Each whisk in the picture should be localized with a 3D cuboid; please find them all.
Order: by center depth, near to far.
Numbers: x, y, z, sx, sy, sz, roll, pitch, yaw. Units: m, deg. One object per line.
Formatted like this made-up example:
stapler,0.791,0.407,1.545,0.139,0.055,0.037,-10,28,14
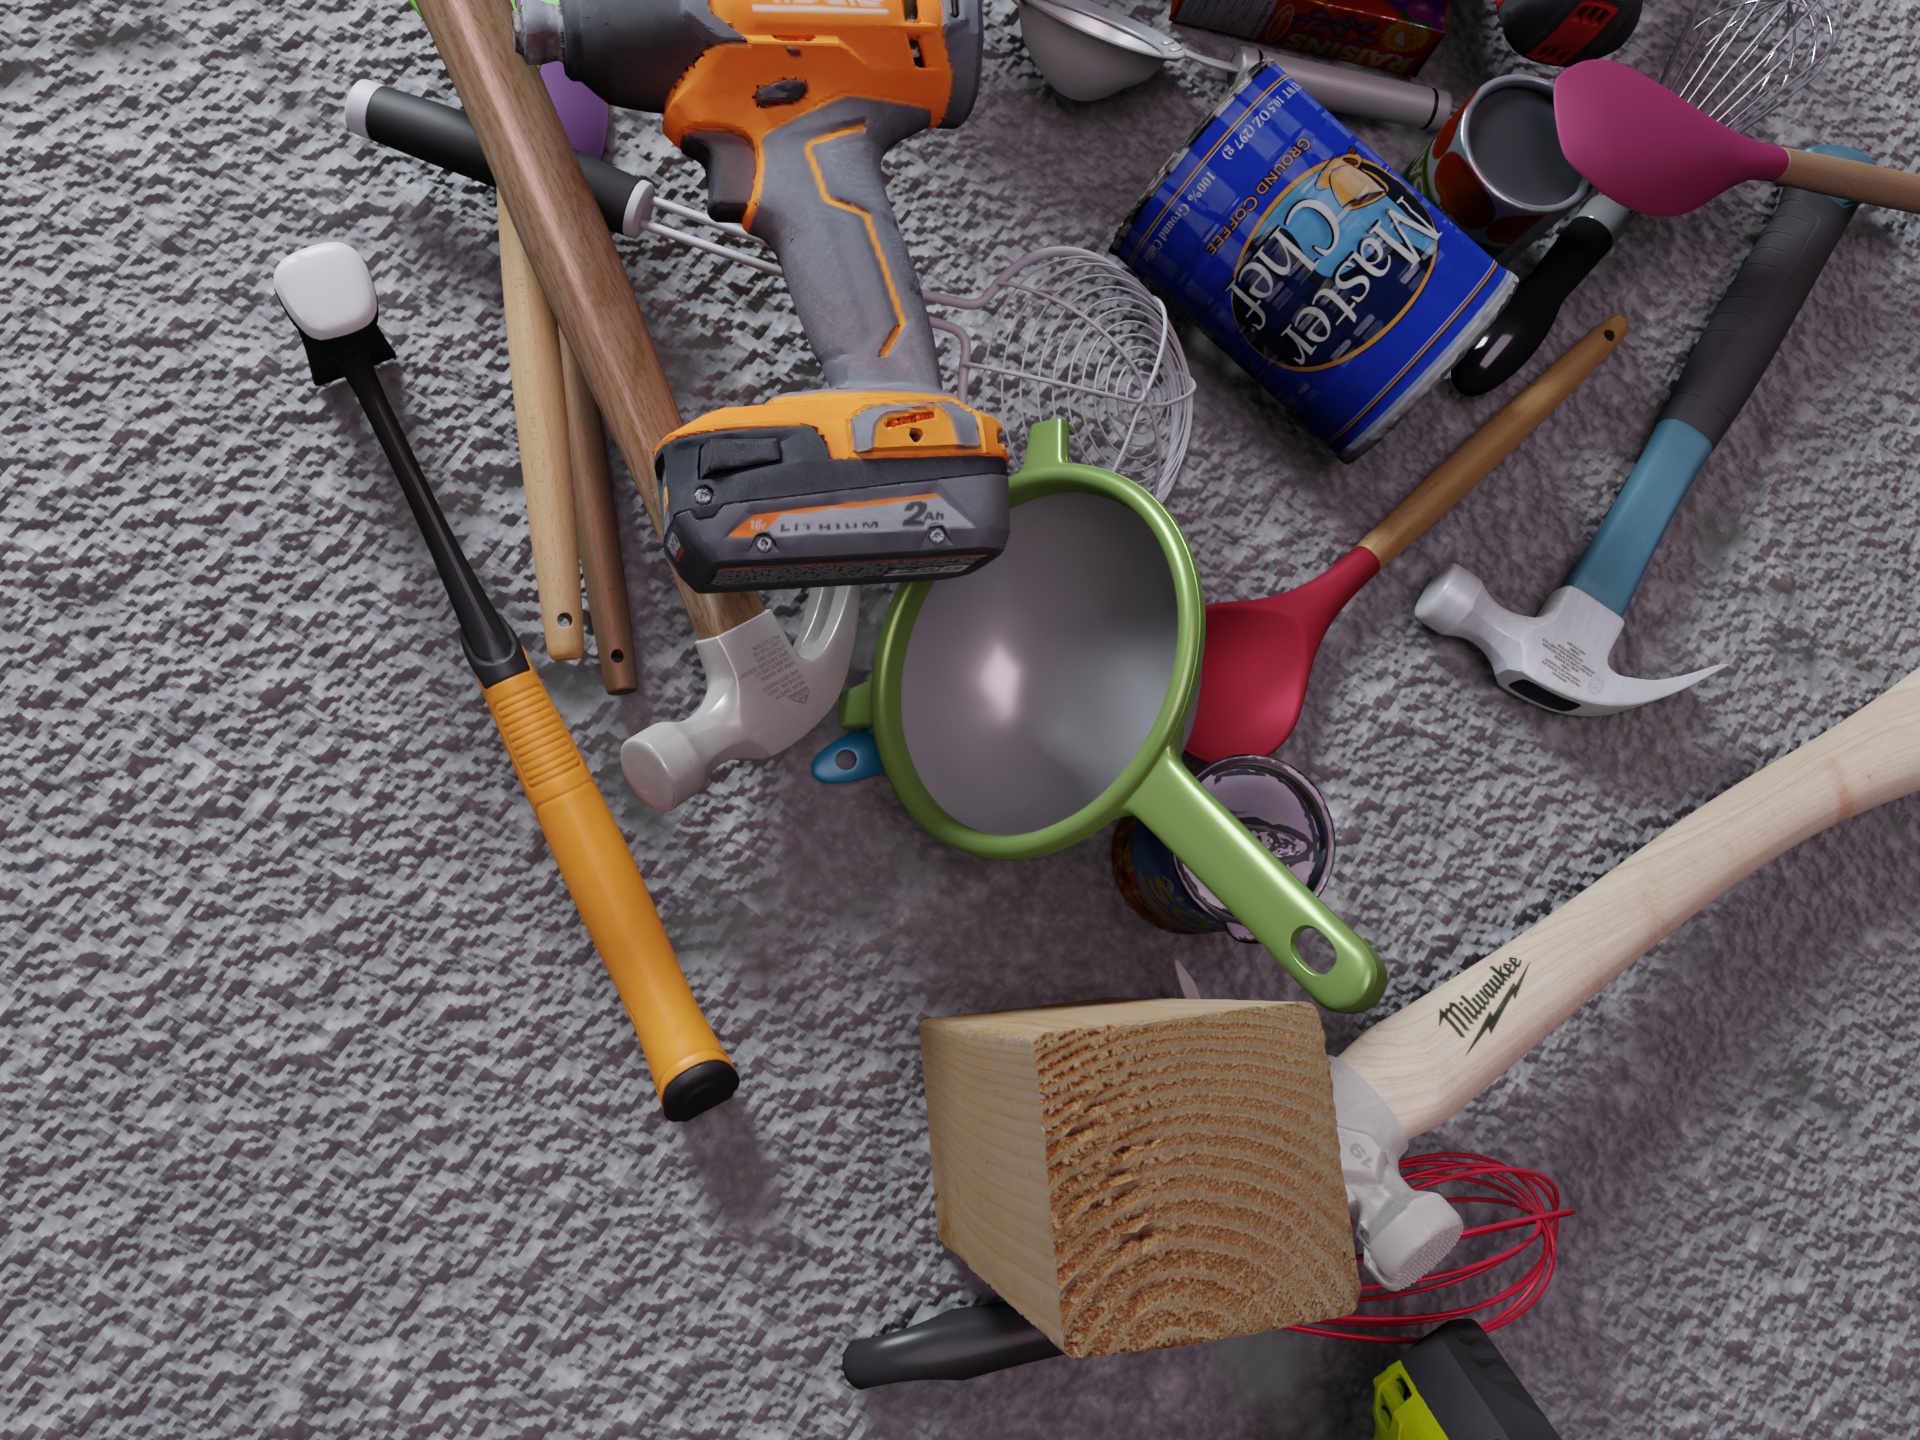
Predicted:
whisk,0.100,0.223,0.621,0.296,0.073,0.073,-9,82,-7
whisk,0.321,-0.256,0.750,0.070,0.070,0.284,41,81,-1

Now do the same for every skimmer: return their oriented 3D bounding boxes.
skimmer,-0.073,-0.177,0.663,0.363,0.090,0.127,20,79,1

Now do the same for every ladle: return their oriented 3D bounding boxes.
ladle,0.198,-0.089,0.709,0.315,0.031,0.069,-41,92,-16

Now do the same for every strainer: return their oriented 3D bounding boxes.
strainer,0.070,0.014,0.576,0.151,0.069,0.257,-54,51,14
strainer,0.122,-0.296,0.725,0.258,0.050,0.087,6,36,-15

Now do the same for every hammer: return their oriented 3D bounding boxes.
hammer,-0.128,-0.141,0.593,0.130,0.031,0.331,-34,108,-40
hammer,-0.168,-0.005,0.603,0.034,0.127,0.337,-25,95,-15
hammer,0.284,0.070,0.676,0.410,0.038,0.146,-27,52,-20
hammer,0.343,-0.143,0.741,0.128,0.033,0.331,35,76,-2

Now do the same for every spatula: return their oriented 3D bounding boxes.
spatula,-0.162,-0.165,0.661,0.059,0.018,0.316,-8,81,-14

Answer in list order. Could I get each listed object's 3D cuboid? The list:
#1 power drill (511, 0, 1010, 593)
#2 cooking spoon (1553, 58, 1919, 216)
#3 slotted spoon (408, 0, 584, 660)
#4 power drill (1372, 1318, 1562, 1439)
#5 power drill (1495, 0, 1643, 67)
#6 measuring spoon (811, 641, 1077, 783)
power drill,-0.068,-0.163,0.563,0.164,0.084,0.226,-5,86,-15
cooking spoon,0.392,-0.253,0.731,0.318,0.017,0.069,0,81,-26
slotted spoon,-0.168,-0.178,0.603,0.070,0.031,0.314,-6,87,-18
power drill,0.138,0.346,0.575,0.228,0.080,0.190,-35,96,2
power drill,0.203,-0.403,0.701,0.226,0.080,0.188,10,78,-11
measuring spoon,-0.001,-0.002,0.659,0.128,0.021,0.042,-21,84,-14
